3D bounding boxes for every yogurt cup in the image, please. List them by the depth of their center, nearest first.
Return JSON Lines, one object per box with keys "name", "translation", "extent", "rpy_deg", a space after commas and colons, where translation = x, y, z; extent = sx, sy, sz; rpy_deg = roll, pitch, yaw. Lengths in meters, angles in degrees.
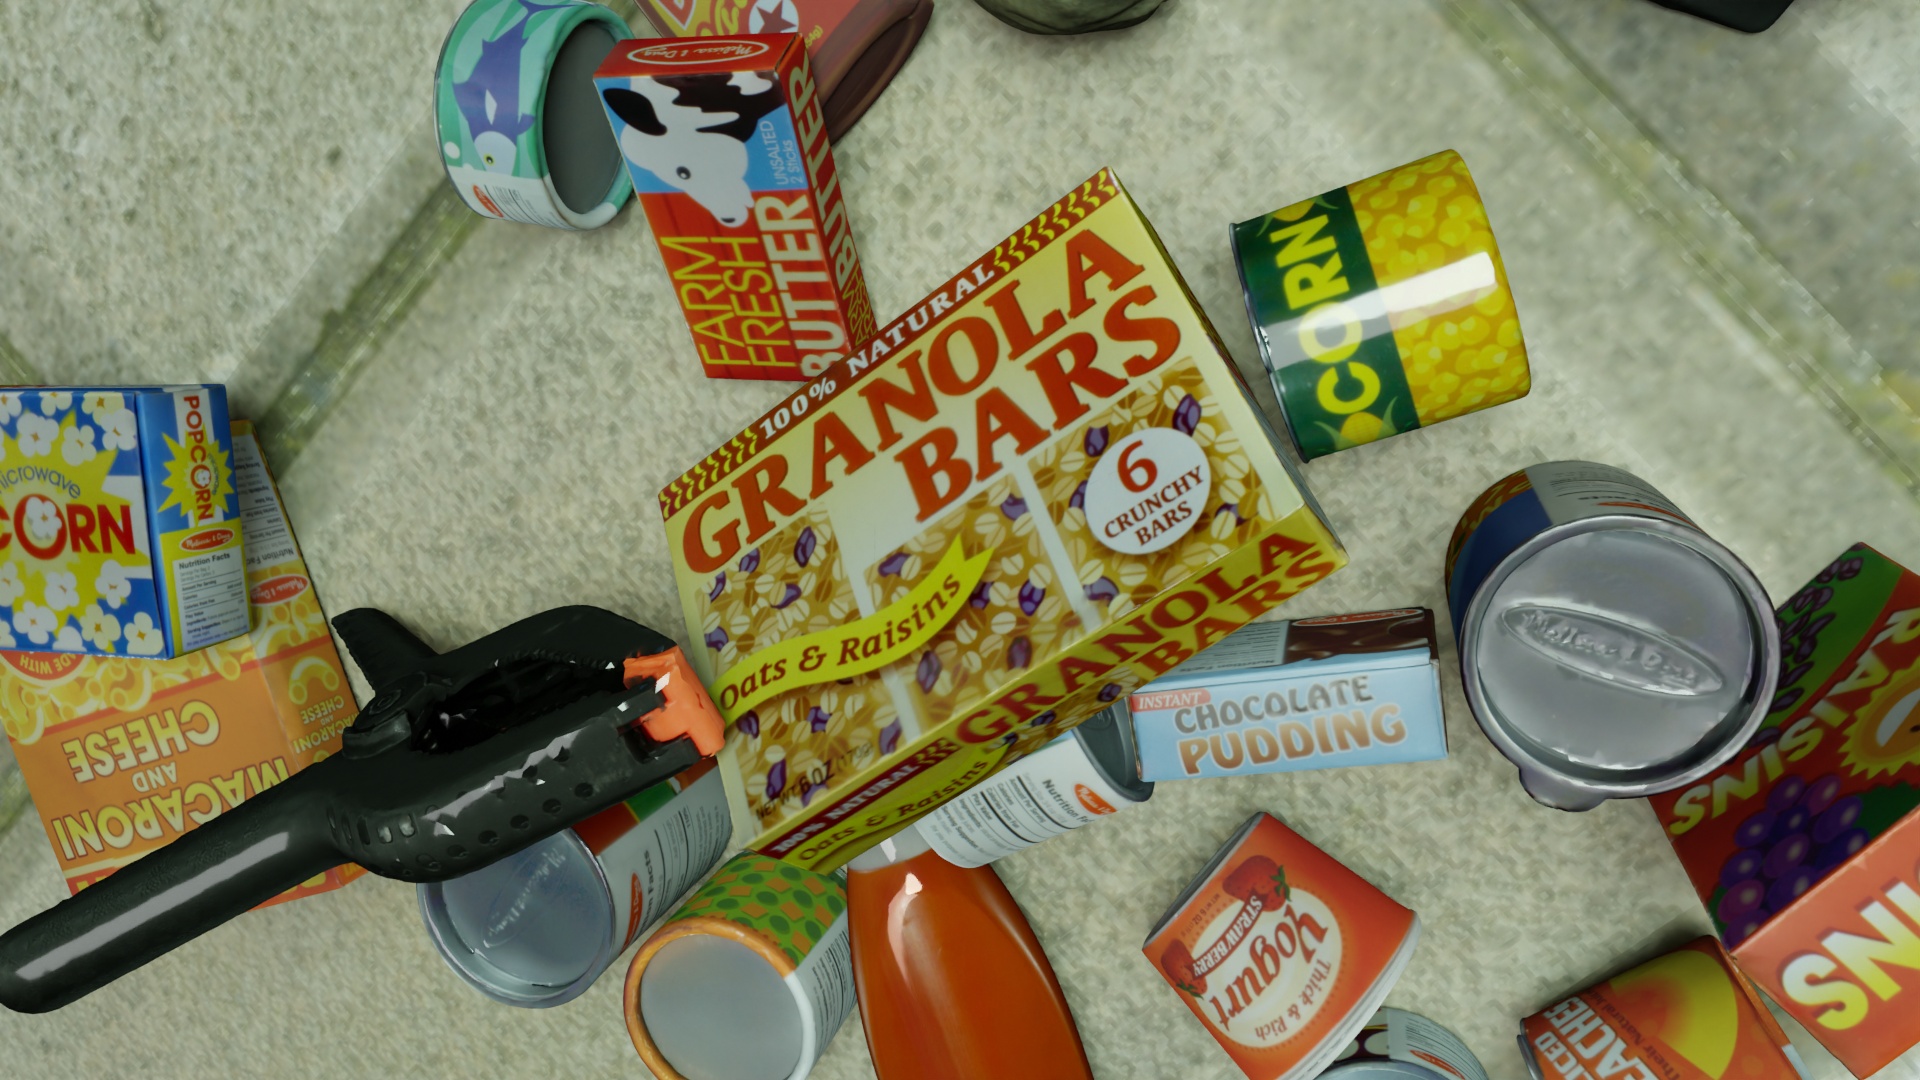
{"name": "yogurt cup", "translation": [0.090, 0.116, 0.399], "extent": [0.054, 0.072, 0.072], "rpy_deg": [41, 109, 13]}

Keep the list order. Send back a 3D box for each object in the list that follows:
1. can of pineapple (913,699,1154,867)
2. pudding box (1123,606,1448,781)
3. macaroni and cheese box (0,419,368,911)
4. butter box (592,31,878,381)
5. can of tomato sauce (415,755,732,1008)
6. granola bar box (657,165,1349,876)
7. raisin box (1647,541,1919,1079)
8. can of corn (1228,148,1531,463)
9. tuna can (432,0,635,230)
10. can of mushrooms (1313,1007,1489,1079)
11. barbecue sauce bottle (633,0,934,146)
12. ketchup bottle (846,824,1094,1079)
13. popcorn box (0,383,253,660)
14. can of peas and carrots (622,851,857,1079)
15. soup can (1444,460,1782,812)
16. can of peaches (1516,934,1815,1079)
{"name": "can of pineapple", "translation": [0.016, 0.054, 0.407], "extent": [0.058, 0.071, 0.071], "rpy_deg": [-26, 93, 20]}
{"name": "pudding box", "translation": [0.092, 0.043, 0.390], "extent": [0.083, 0.050, 0.030], "rpy_deg": [-8, 101, 17]}
{"name": "macaroni and cheese box", "translation": [-0.287, 0.054, 0.506], "extent": [0.123, 0.040, 0.166], "rpy_deg": [-16, 96, 18]}
{"name": "butter box", "translation": [-0.060, -0.091, 0.393], "extent": [0.053, 0.024, 0.103], "rpy_deg": [2, 137, 15]}
{"name": "can of tomato sauce", "translation": [-0.121, 0.097, 0.444], "extent": [0.071, 0.083, 0.071], "rpy_deg": [3, 102, 16]}
{"name": "granola bar box", "translation": [0.001, -0.005, 0.375], "extent": [0.165, 0.039, 0.125], "rpy_deg": [-33, 54, 17]}
{"name": "raisin box", "translation": [0.208, 0.054, 0.320], "extent": [0.040, 0.124, 0.086], "rpy_deg": [43, 109, 4]}
{"name": "can of corn", "translation": [0.106, -0.059, 0.354], "extent": [0.058, 0.071, 0.071], "rpy_deg": [-17, 96, 18]}
{"name": "tuna can", "translation": [-0.120, -0.128, 0.408], "extent": [0.033, 0.071, 0.071], "rpy_deg": [12, 104, 13]}
{"name": "can of mushrooms", "translation": [0.126, 0.179, 0.417], "extent": [0.071, 0.033, 0.071], "rpy_deg": [3, 102, 15]}
{"name": "barbecue sauce bottle", "translation": [-0.079, -0.182, 0.396], "extent": [0.148, 0.044, 0.064], "rpy_deg": [46, 117, 3]}
{"name": "ketchup bottle", "translation": [-0.006, 0.130, 0.437], "extent": [0.065, 0.043, 0.148], "rpy_deg": [-20, 95, -4]}
{"name": "popcorn box", "translation": [-0.300, -0.008, 0.456], "extent": [0.127, 0.038, 0.085], "rpy_deg": [1, 101, 15]}
{"name": "can of peas and carrots", "translation": [-0.069, 0.141, 0.451], "extent": [0.071, 0.059, 0.070], "rpy_deg": [3, 102, 15]}
{"name": "soup can", "translation": [0.156, 0.020, 0.349], "extent": [0.071, 0.084, 0.071], "rpy_deg": [3, 102, 16]}
{"name": "can of peaches", "translation": [0.193, 0.147, 0.372], "extent": [0.058, 0.071, 0.071], "rpy_deg": [-34, 91, 19]}
